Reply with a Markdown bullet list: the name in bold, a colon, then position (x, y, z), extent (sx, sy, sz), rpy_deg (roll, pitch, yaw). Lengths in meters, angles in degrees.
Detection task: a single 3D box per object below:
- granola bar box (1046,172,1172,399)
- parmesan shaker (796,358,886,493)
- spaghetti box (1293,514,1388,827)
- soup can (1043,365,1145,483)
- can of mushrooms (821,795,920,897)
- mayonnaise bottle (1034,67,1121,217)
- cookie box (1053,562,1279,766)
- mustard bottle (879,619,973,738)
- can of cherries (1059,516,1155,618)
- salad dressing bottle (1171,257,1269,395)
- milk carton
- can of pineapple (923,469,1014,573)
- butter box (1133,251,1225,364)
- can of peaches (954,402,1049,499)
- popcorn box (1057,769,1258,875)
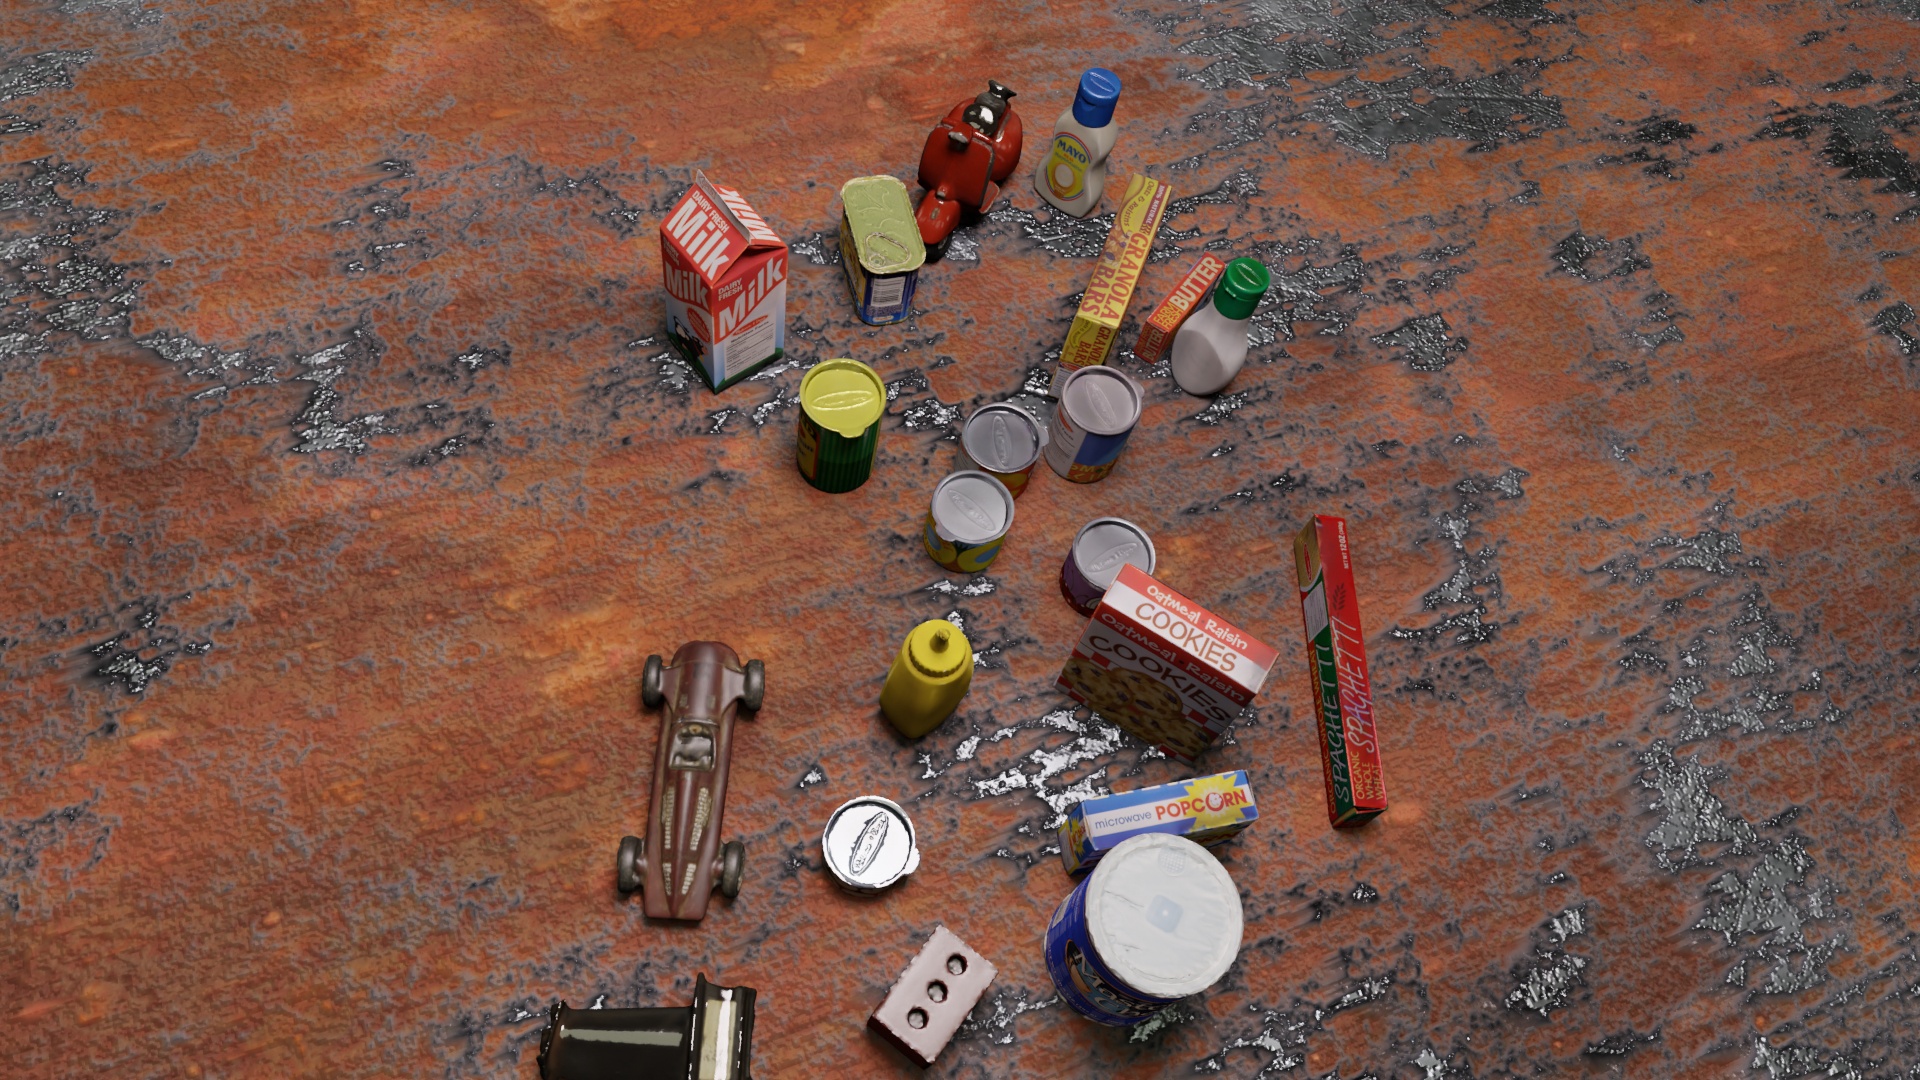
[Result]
- **granola bar box**: position (0.128, -0.213, 1.195), extent (0.039, 0.123, 0.166), rpy_deg (21, 62, 2)
- **parmesan shaker**: position (-0.096, -0.087, 1.105), extent (0.071, 0.102, 0.071), rpy_deg (4, 63, -7)
- **spaghetti box**: position (0.300, 0.101, 1.103), extent (0.029, 0.050, 0.251), rpy_deg (3, 63, -8)
- **soup can**: position (0.111, -0.096, 1.154), extent (0.071, 0.083, 0.071), rpy_deg (4, 63, -7)
- **can of mushrooms**: position (-0.064, 0.220, 0.991), extent (0.071, 0.033, 0.071), rpy_deg (4, 63, -7)
- **mayonnaise bottle**: position (0.110, -0.360, 1.254), extent (0.065, 0.147, 0.041), rpy_deg (37, 64, 10)
- **cookie box**: position (0.145, 0.094, 1.015), extent (0.123, 0.166, 0.040), rpy_deg (31, 63, 7)
- **mustard bottle**: position (-0.021, 0.092, 0.993), extent (0.065, 0.159, 0.049), rpy_deg (-39, 75, -24)
- **can of cherries**: position (0.117, 0.025, 1.107), extent (0.071, 0.058, 0.072), rpy_deg (4, 63, -7)
- **salad dressing bottle**: position (0.222, -0.181, 1.180), extent (0.044, 0.147, 0.064), rpy_deg (-37, 74, -24)
- **milk carton**: position (-0.187, -0.207, 1.102), extent (0.074, 0.189, 0.072), rpy_deg (-34, 73, -23)
- **can of pineapple**: position (0.004, -0.014, 1.109), extent (0.071, 0.057, 0.071), rpy_deg (4, 63, -7)
- **butter box**: position (0.196, -0.208, 1.243), extent (0.024, 0.053, 0.104), rpy_deg (36, 63, 9)
- **can of peaches**: position (0.033, -0.071, 1.143), extent (0.071, 0.057, 0.071), rpy_deg (4, 63, -7)
- **popcorn box**: position (0.141, 0.205, 1.003), extent (0.127, 0.084, 0.038), rpy_deg (-8, 65, -13)
